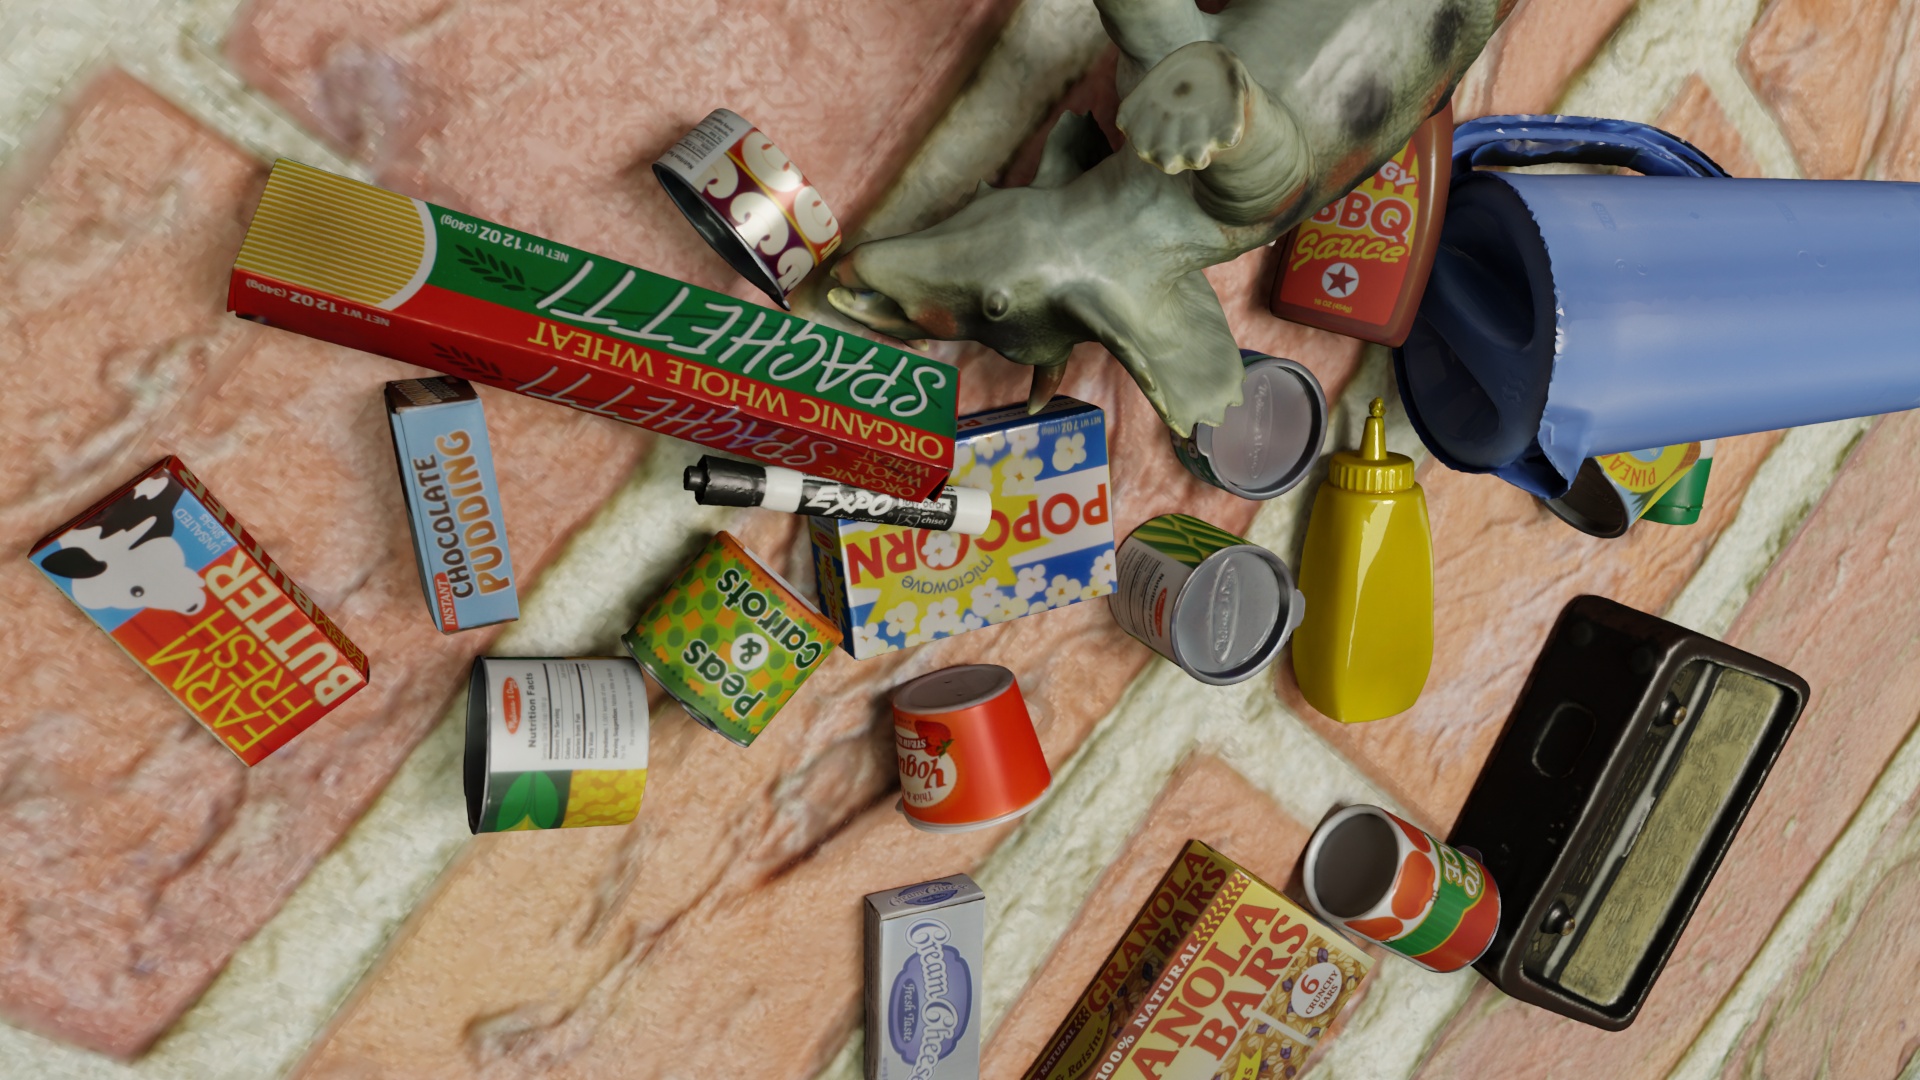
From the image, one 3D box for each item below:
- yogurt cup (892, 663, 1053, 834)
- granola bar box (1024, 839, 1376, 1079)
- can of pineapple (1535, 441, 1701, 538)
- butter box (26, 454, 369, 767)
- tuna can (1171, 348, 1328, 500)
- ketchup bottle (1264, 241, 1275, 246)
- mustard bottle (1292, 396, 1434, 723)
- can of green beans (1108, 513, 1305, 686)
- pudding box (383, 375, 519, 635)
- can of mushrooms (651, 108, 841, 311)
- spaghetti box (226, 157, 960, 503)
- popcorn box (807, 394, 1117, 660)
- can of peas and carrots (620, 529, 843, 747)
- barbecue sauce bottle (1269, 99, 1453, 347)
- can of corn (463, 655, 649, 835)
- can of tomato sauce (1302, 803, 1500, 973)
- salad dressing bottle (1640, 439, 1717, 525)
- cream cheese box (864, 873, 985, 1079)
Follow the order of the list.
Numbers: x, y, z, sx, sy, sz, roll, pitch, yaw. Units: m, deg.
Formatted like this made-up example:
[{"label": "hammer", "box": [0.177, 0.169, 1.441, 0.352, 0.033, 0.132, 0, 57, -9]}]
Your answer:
[{"label": "yogurt cup", "box": [0.002, 0.088, 0.605, 0.072, 0.072, 0.053, -17, 104, -19]}, {"label": "granola bar box", "box": [0.123, 0.253, 0.723, 0.124, 0.039, 0.165, 36, 89, -29]}, {"label": "can of pineapple", "box": [0.334, -0.044, 0.713, 0.058, 0.071, 0.071, -41, 118, -9]}, {"label": "butter box", "box": [-0.262, 0.026, 0.486, 0.053, 0.024, 0.103, -38, 117, -9]}, {"label": "tuna can", "box": [0.130, -0.054, 0.637, 0.071, 0.033, 0.071, -7, 108, -23]}, {"label": "ketchup bottle", "box": [0.142, -0.202, 0.592, 0.065, 0.043, 0.148, 12, 101, -36]}, {"label": "mustard bottle", "box": [0.199, 0.007, 0.679, 0.065, 0.049, 0.159, -8, 108, -23]}, {"label": "can of green beans", "box": [0.110, 0.026, 0.638, 0.071, 0.058, 0.071, -7, 108, -22]}, {"label": "pudding box", "box": [-0.182, -0.014, 0.496, 0.030, 0.050, 0.083, -12, 110, -22]}, {"label": "can of mushrooms", "box": [-0.075, -0.120, 0.504, 0.033, 0.071, 0.071, -46, 118, -7]}, {"label": "spaghetti box", "box": [-0.117, -0.069, 0.492, 0.250, 0.028, 0.050, 15, 58, -20]}, {"label": "popcorn box", "box": [0.002, -0.007, 0.589, 0.127, 0.038, 0.085, -13, 110, -21]}, {"label": "can of peas and carrots", "box": [-0.088, 0.038, 0.543, 0.059, 0.071, 0.071, -49, 119, -5]}, {"label": "barbecue sauce bottle", "box": [0.187, -0.164, 0.613, 0.044, 0.065, 0.148, -8, 115, -63]}, {"label": "can of corn", "box": [-0.155, 0.078, 0.529, 0.058, 0.071, 0.071, 2, 105, -26]}, {"label": "can of tomato sauce", "box": [0.235, 0.183, 0.737, 0.083, 0.071, 0.071, 30, 92, -28]}, {"label": "salad dressing bottle", "box": [0.390, -0.083, 0.743, 0.064, 0.044, 0.147, -5, 108, -28]}, {"label": "cream cheese box", "box": [-0.018, 0.212, 0.654, 0.053, 0.024, 0.103, -5, 108, -24]}]
